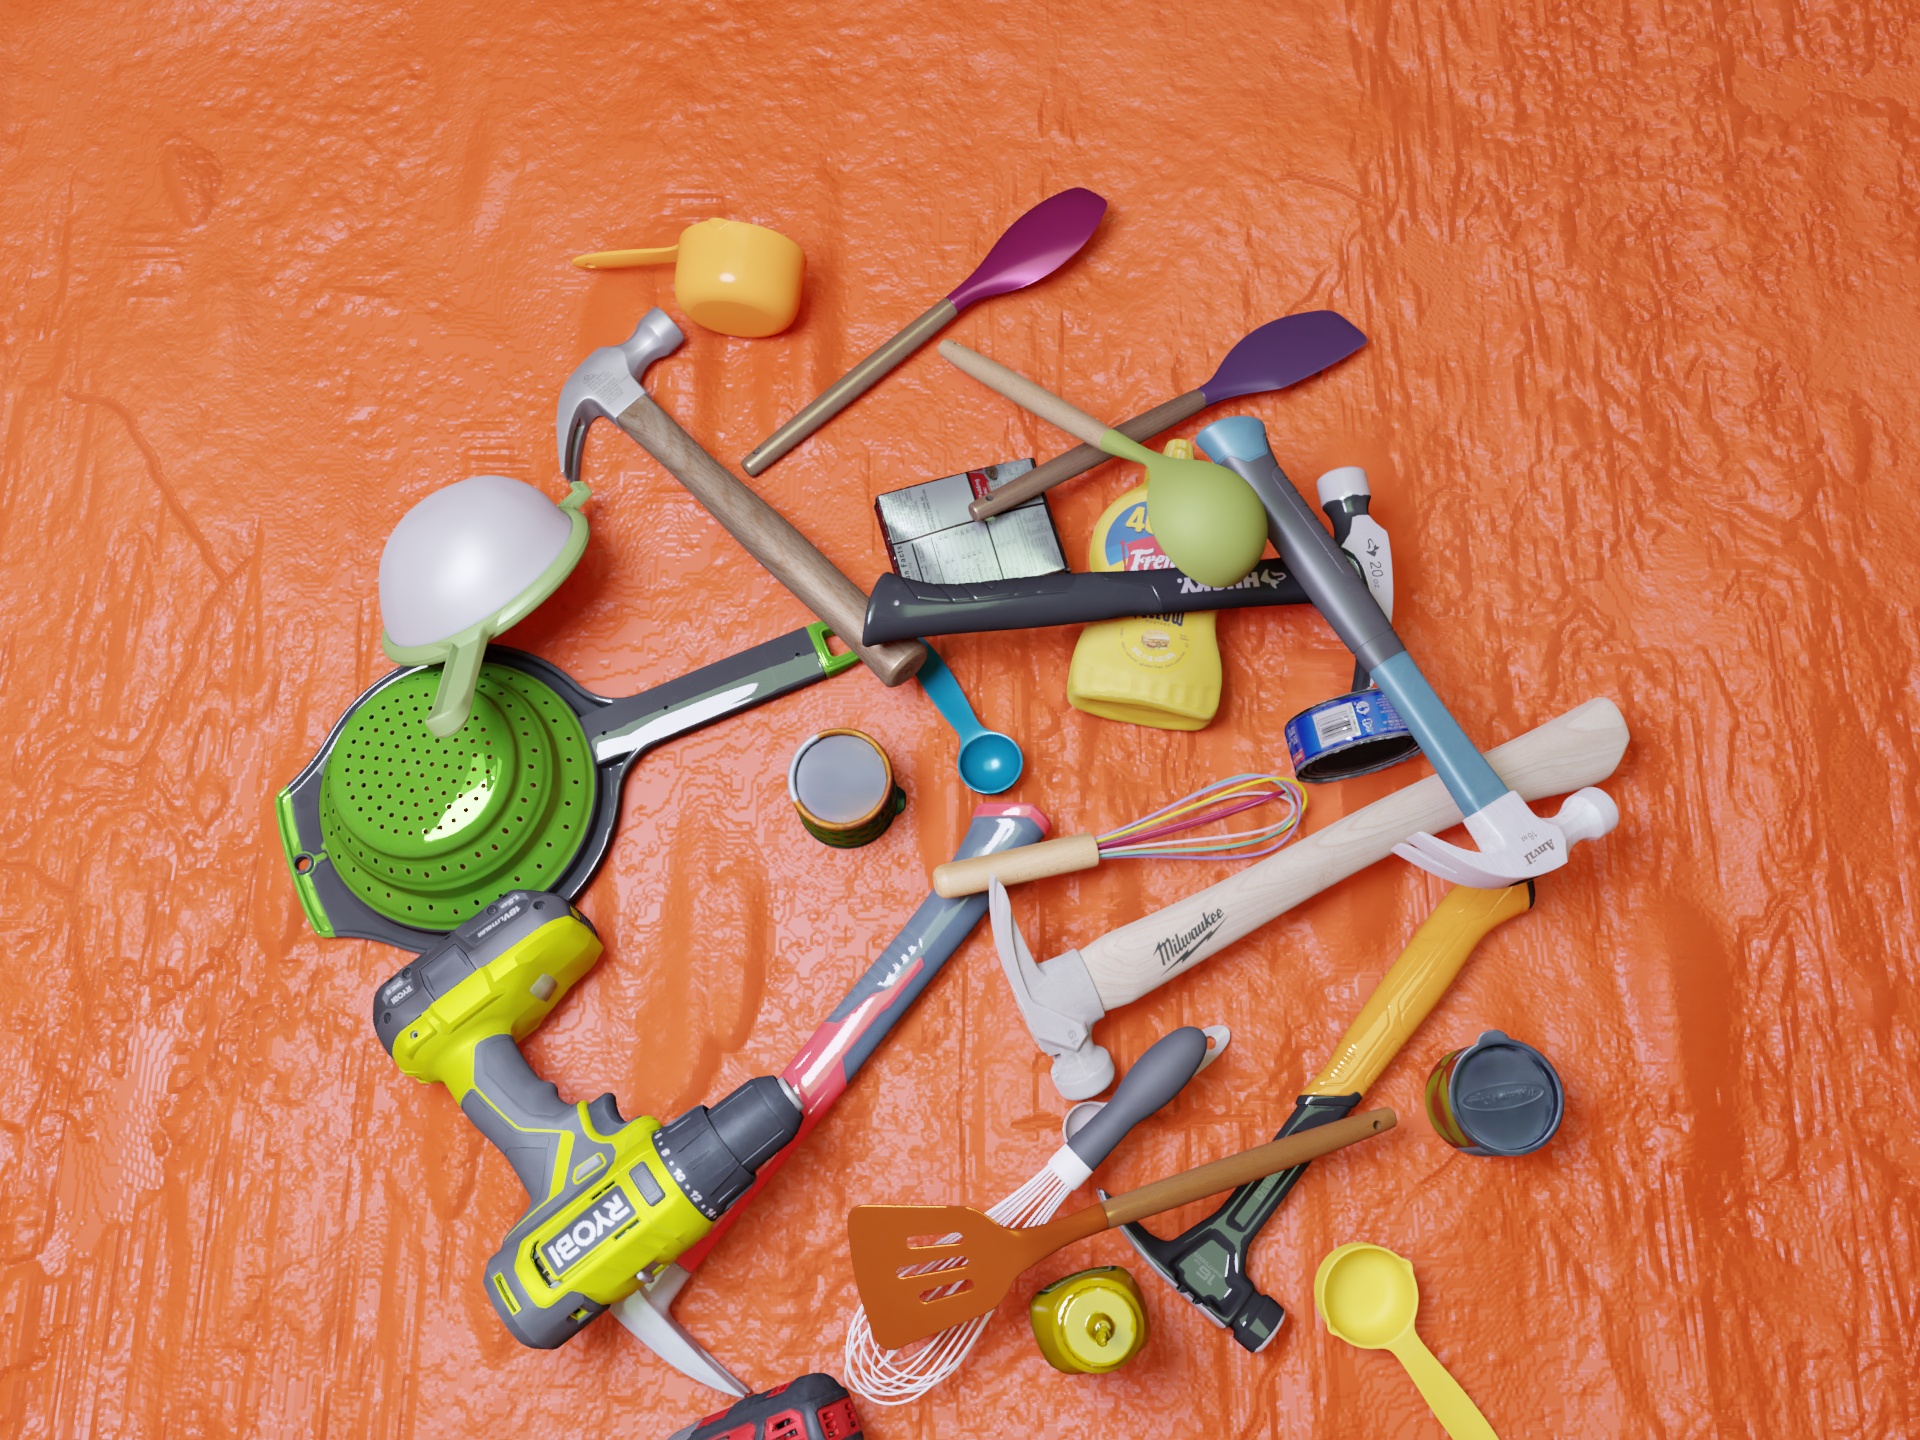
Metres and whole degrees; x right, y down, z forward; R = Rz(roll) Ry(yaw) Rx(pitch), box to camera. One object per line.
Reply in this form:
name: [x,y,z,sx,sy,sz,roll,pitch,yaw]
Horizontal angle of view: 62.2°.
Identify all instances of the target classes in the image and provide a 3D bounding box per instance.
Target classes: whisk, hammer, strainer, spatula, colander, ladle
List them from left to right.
strainer: [-0.305,-0.079,0.948,0.151,0.069,0.257,-26,31,7]
colander: [-0.245,0.007,0.991,0.397,0.094,0.205,-23,74,-6]
hammer: [-0.146,-0.136,1.046,0.130,0.031,0.331,-44,69,-8]
hammer: [-0.063,0.210,0.959,0.143,0.038,0.386,39,78,10]
whisk: [0.040,0.280,0.915,0.284,0.070,0.070,-45,78,-6]
ladle: [0.074,-0.174,1.006,0.078,0.062,0.320,-5,31,-36]
whisk: [0.101,0.071,0.977,0.245,0.047,0.051,-11,68,-14]
hammer: [0.105,-0.073,0.977,0.334,0.035,0.146,-6,75,-8]
spatula: [0.099,0.268,0.892,0.322,0.041,0.081,-14,89,-16]
spatula: [0.139,-0.207,1.068,0.316,0.018,0.060,-29,57,-17]
hammer: [0.217,0.076,0.961,0.410,0.038,0.146,-25,106,-7]
hammer: [0.230,0.204,0.960,0.127,0.034,0.337,40,78,10]
hammer: [0.247,-0.047,0.946,0.128,0.033,0.331,-27,76,-23]

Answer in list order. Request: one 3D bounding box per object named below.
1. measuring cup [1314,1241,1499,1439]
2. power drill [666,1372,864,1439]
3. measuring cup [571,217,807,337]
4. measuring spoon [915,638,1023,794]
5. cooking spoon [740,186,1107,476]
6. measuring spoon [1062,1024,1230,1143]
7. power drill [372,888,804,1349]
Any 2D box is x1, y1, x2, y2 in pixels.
measuring cup: [0.262,0.371,0.920,0.062,0.029,0.156,-36,88,-9]
power drill: [-0.097,0.482,0.853,0.143,0.078,0.220,-27,70,12]
measuring cup: [-0.192,-0.298,1.095,0.173,0.095,0.052,2,80,15]
measuring spoon: [-0.002,-0.003,1.036,0.042,0.021,0.129,-30,66,-6]
cooking spoon: [-0.026,-0.272,1.104,0.319,0.017,0.069,-40,50,-7]
measuring spoon: [0.114,0.224,0.968,0.124,0.018,0.034,-32,76,-15]
power drill: [-0.216,0.211,0.914,0.190,0.080,0.229,-37,64,-8]
